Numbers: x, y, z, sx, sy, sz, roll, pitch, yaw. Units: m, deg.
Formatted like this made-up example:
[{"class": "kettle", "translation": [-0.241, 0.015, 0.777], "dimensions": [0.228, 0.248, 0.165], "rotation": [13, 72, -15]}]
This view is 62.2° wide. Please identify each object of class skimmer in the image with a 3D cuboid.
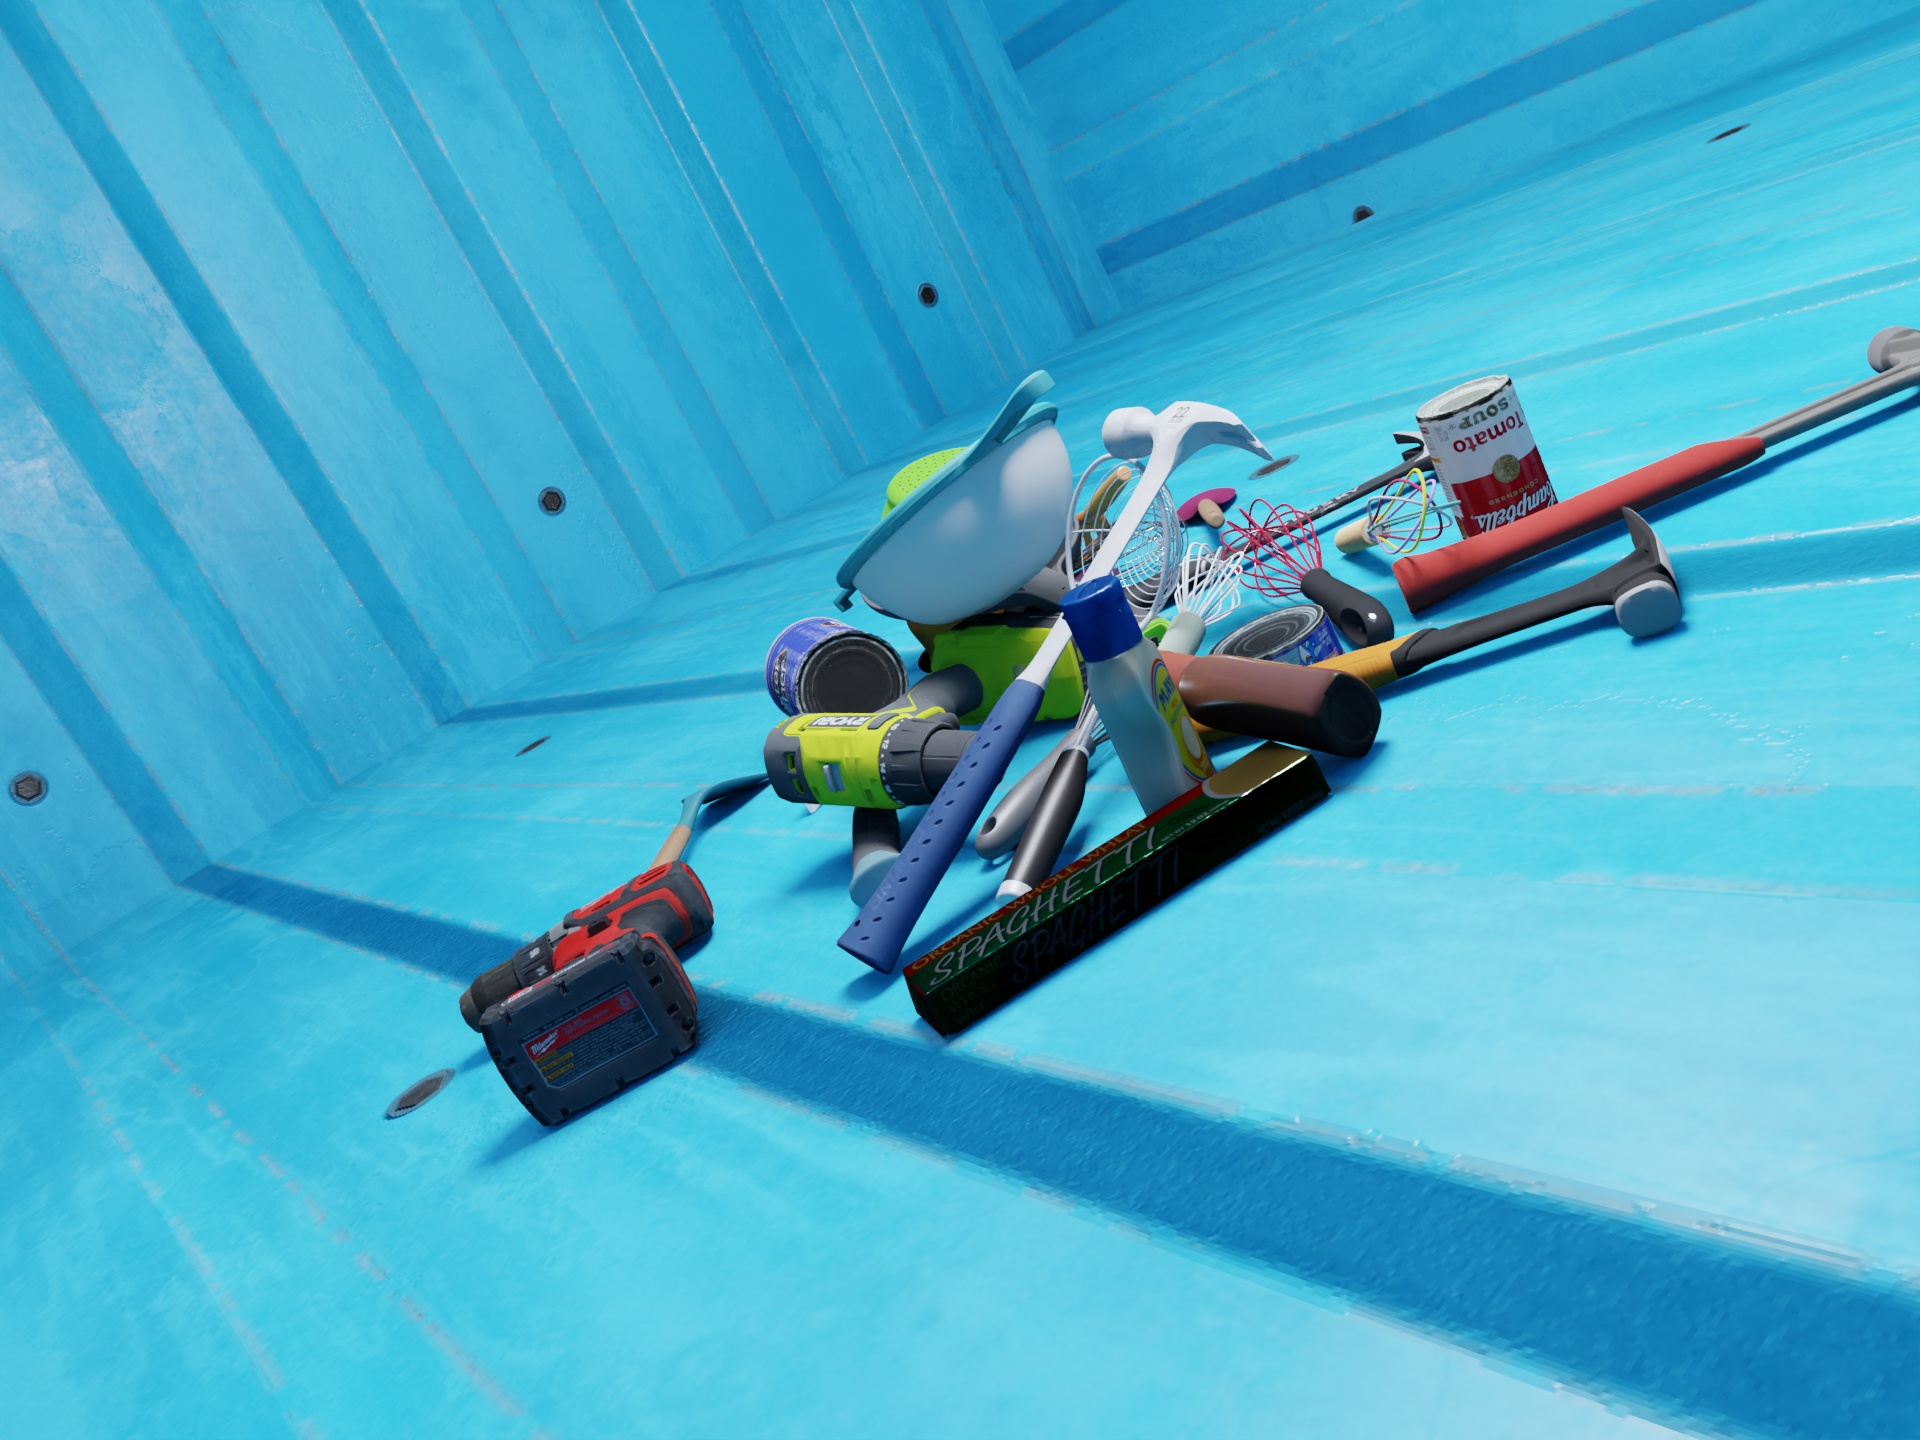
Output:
[{"class": "skimmer", "translation": [0.065, -0.032, 1.015], "dimensions": [0.127, 0.090, 0.363], "rotation": [-56, 6, 49]}]

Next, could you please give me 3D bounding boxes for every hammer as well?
[{"class": "hammer", "translation": [0.050, -0.029, 0.959], "dimensions": [0.144, 0.035, 0.405], "rotation": [10, 65, 57]}, {"class": "hammer", "translation": [0.227, -0.142, 1.332], "dimensions": [0.409, 0.036, 0.149], "rotation": [-25, 15, 9]}, {"class": "hammer", "translation": [-0.063, 0.061, 1.170], "dimensions": [0.128, 0.033, 0.331], "rotation": [-26, 16, 3]}, {"class": "hammer", "translation": [0.448, -0.151, 0.990], "dimensions": [0.359, 0.036, 0.149], "rotation": [-23, 16, 13]}, {"class": "hammer", "translation": [0.251, -0.037, 0.956], "dimensions": [0.337, 0.034, 0.127], "rotation": [-20, 18, 25]}]

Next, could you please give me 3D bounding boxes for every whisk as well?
[{"class": "whisk", "translation": [0.247, -0.103, 1.135], "dimensions": [0.073, 0.073, 0.296], "rotation": [-27, 21, 3]}, {"class": "whisk", "translation": [0.077, 0.015, 1.064], "dimensions": [0.055, 0.055, 0.239], "rotation": [-11, 27, 47]}, {"class": "whisk", "translation": [0.159, -0.066, 1.095], "dimensions": [0.058, 0.059, 0.246], "rotation": [-30, 13, 29]}, {"class": "whisk", "translation": [0.296, -0.139, 1.109], "dimensions": [0.051, 0.047, 0.245], "rotation": [-27, 1, 3]}, {"class": "whisk", "translation": [0.081, -0.113, 1.452], "dimensions": [0.284, 0.070, 0.070], "rotation": [-28, 15, 18]}]

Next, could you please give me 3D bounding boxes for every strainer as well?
[{"class": "strainer", "translation": [0.030, -0.149, 1.136], "dimensions": [0.211, 0.095, 0.340], "rotation": [-39, 0, -17]}]

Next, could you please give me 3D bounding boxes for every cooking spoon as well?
[{"class": "cooking spoon", "translation": [0.229, -0.197, 1.475], "dimensions": [0.069, 0.017, 0.319], "rotation": [-25, 8, 10]}]

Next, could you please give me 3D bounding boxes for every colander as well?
[{"class": "colander", "translation": [0.044, -0.150, 1.334], "dimensions": [0.204, 0.094, 0.397], "rotation": [-31, 35, -22]}]

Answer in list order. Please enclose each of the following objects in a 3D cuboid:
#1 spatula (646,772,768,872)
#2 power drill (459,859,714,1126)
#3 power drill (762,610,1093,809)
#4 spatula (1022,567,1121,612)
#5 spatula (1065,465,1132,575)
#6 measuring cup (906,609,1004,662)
[{"class": "spatula", "translation": [-0.229, 0.113, 1.306], "dimensions": [0.082, 0.044, 0.318], "rotation": [-22, 21, 19]}, {"class": "power drill", "translation": [-0.254, 0.178, 1.046], "dimensions": [0.188, 0.080, 0.227], "rotation": [-28, 13, -2]}, {"class": "power drill", "translation": [-0.002, -0.004, 1.126], "dimensions": [0.191, 0.080, 0.228], "rotation": [0, 23, 40]}, {"class": "spatula", "translation": [0.022, -0.052, 1.297], "dimensions": [0.060, 0.018, 0.316], "rotation": [7, 36, 45]}, {"class": "spatula", "translation": [0.127, -0.183, 1.447], "dimensions": [0.081, 0.041, 0.322], "rotation": [-31, -1, -5]}, {"class": "measuring cup", "translation": [0.005, -0.094, 1.402], "dimensions": [0.095, 0.052, 0.174], "rotation": [-43, 20, -5]}]
